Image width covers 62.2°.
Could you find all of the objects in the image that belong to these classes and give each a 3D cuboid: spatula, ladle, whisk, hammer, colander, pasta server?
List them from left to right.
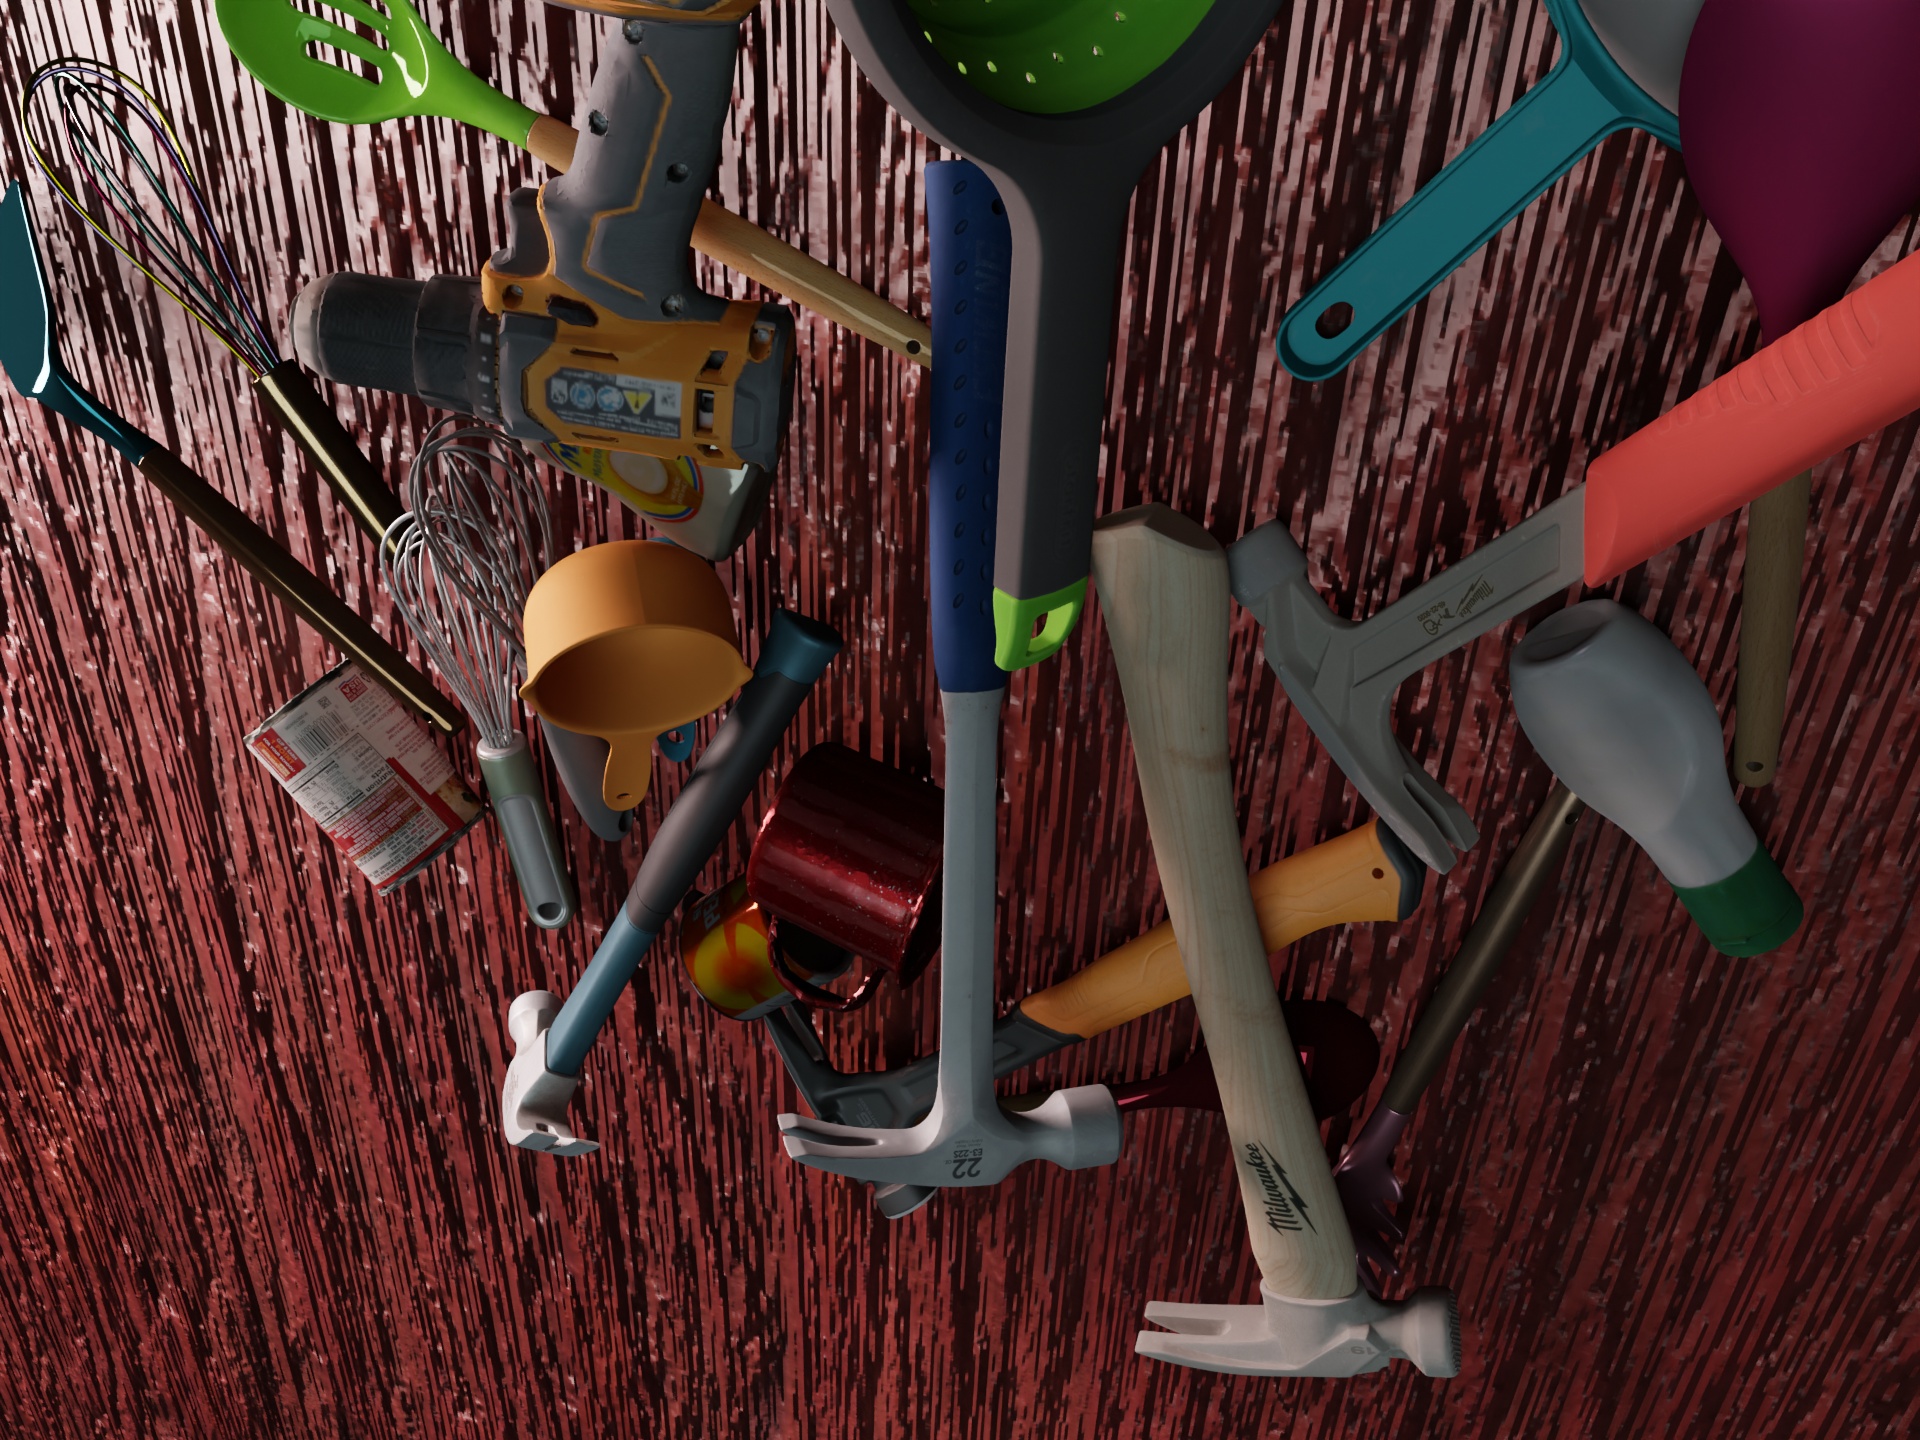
[{"bbox_3d":[-0.342,-0.107,0.729,0.317,0.044,0.082,43,125,-3],"label":"spatula"},{"bbox_3d":[-0.313,-0.175,0.697,0.051,0.047,0.244,-12,120,39],"label":"whisk"},{"bbox_3d":[-0.224,0.005,0.768,0.058,0.059,0.246,-10,123,-5],"label":"whisk"},{"bbox_3d":[-0.189,-0.031,0.718,0.055,0.055,0.238,5,134,18],"label":"whisk"},{"bbox_3d":[-0.144,0.080,0.751,0.033,0.128,0.331,20,119,-25],"label":"hammer"},{"bbox_3d":[-0.001,-0.002,0.615,0.144,0.035,0.405,-4,106,-15],"label":"hammer"},{"bbox_3d":[0.012,-0.202,0.501,0.095,0.204,0.396,34,134,38],"label":"colander"},{"bbox_3d":[0.052,0.189,0.788,0.315,0.031,0.069,-16,111,29],"label":"ladle"},{"bbox_3d":[0.057,0.122,0.732,0.337,0.034,0.127,-32,92,29],"label":"hammer"},{"bbox_3d":[0.105,0.111,0.665,0.146,0.038,0.410,-7,112,22],"label":"hammer"},{"bbox_3d":[0.207,0.156,0.702,0.060,0.040,0.316,4,124,-19],"label":"pasta server"},{"bbox_3d":[0.224,-0.068,0.475,0.149,0.037,0.359,54,145,2],"label":"hammer"}]

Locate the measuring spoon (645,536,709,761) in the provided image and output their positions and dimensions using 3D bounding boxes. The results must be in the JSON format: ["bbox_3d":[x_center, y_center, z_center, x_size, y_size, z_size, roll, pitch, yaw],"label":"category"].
[{"bbox_3d":[-0.132,-0.033,0.730,0.042,0.021,0.128,6,132,0],"label":"measuring spoon"}]

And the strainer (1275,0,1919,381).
[{"bbox_3d":[0.215,-0.204,0.448,0.211,0.095,0.340,44,123,-9],"label":"strainer"}]

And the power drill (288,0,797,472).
[{"bbox_3d":[-0.145,-0.198,0.548,0.185,0.084,0.226,7,129,-3],"label":"power drill"}]

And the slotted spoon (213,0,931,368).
[{"bbox_3d":[-0.142,-0.214,0.617,0.314,0.031,0.070,28,125,0],"label":"slotted spoon"}]

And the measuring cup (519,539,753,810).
[{"bbox_3d":[-0.147,-0.017,0.700,0.095,0.052,0.173,-6,154,-18],"label":"measuring cup"}]

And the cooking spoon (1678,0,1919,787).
[{"bbox_3d":[0.257,-0.088,0.495,0.069,0.017,0.318,6,139,27],"label":"cooking spoon"}]
